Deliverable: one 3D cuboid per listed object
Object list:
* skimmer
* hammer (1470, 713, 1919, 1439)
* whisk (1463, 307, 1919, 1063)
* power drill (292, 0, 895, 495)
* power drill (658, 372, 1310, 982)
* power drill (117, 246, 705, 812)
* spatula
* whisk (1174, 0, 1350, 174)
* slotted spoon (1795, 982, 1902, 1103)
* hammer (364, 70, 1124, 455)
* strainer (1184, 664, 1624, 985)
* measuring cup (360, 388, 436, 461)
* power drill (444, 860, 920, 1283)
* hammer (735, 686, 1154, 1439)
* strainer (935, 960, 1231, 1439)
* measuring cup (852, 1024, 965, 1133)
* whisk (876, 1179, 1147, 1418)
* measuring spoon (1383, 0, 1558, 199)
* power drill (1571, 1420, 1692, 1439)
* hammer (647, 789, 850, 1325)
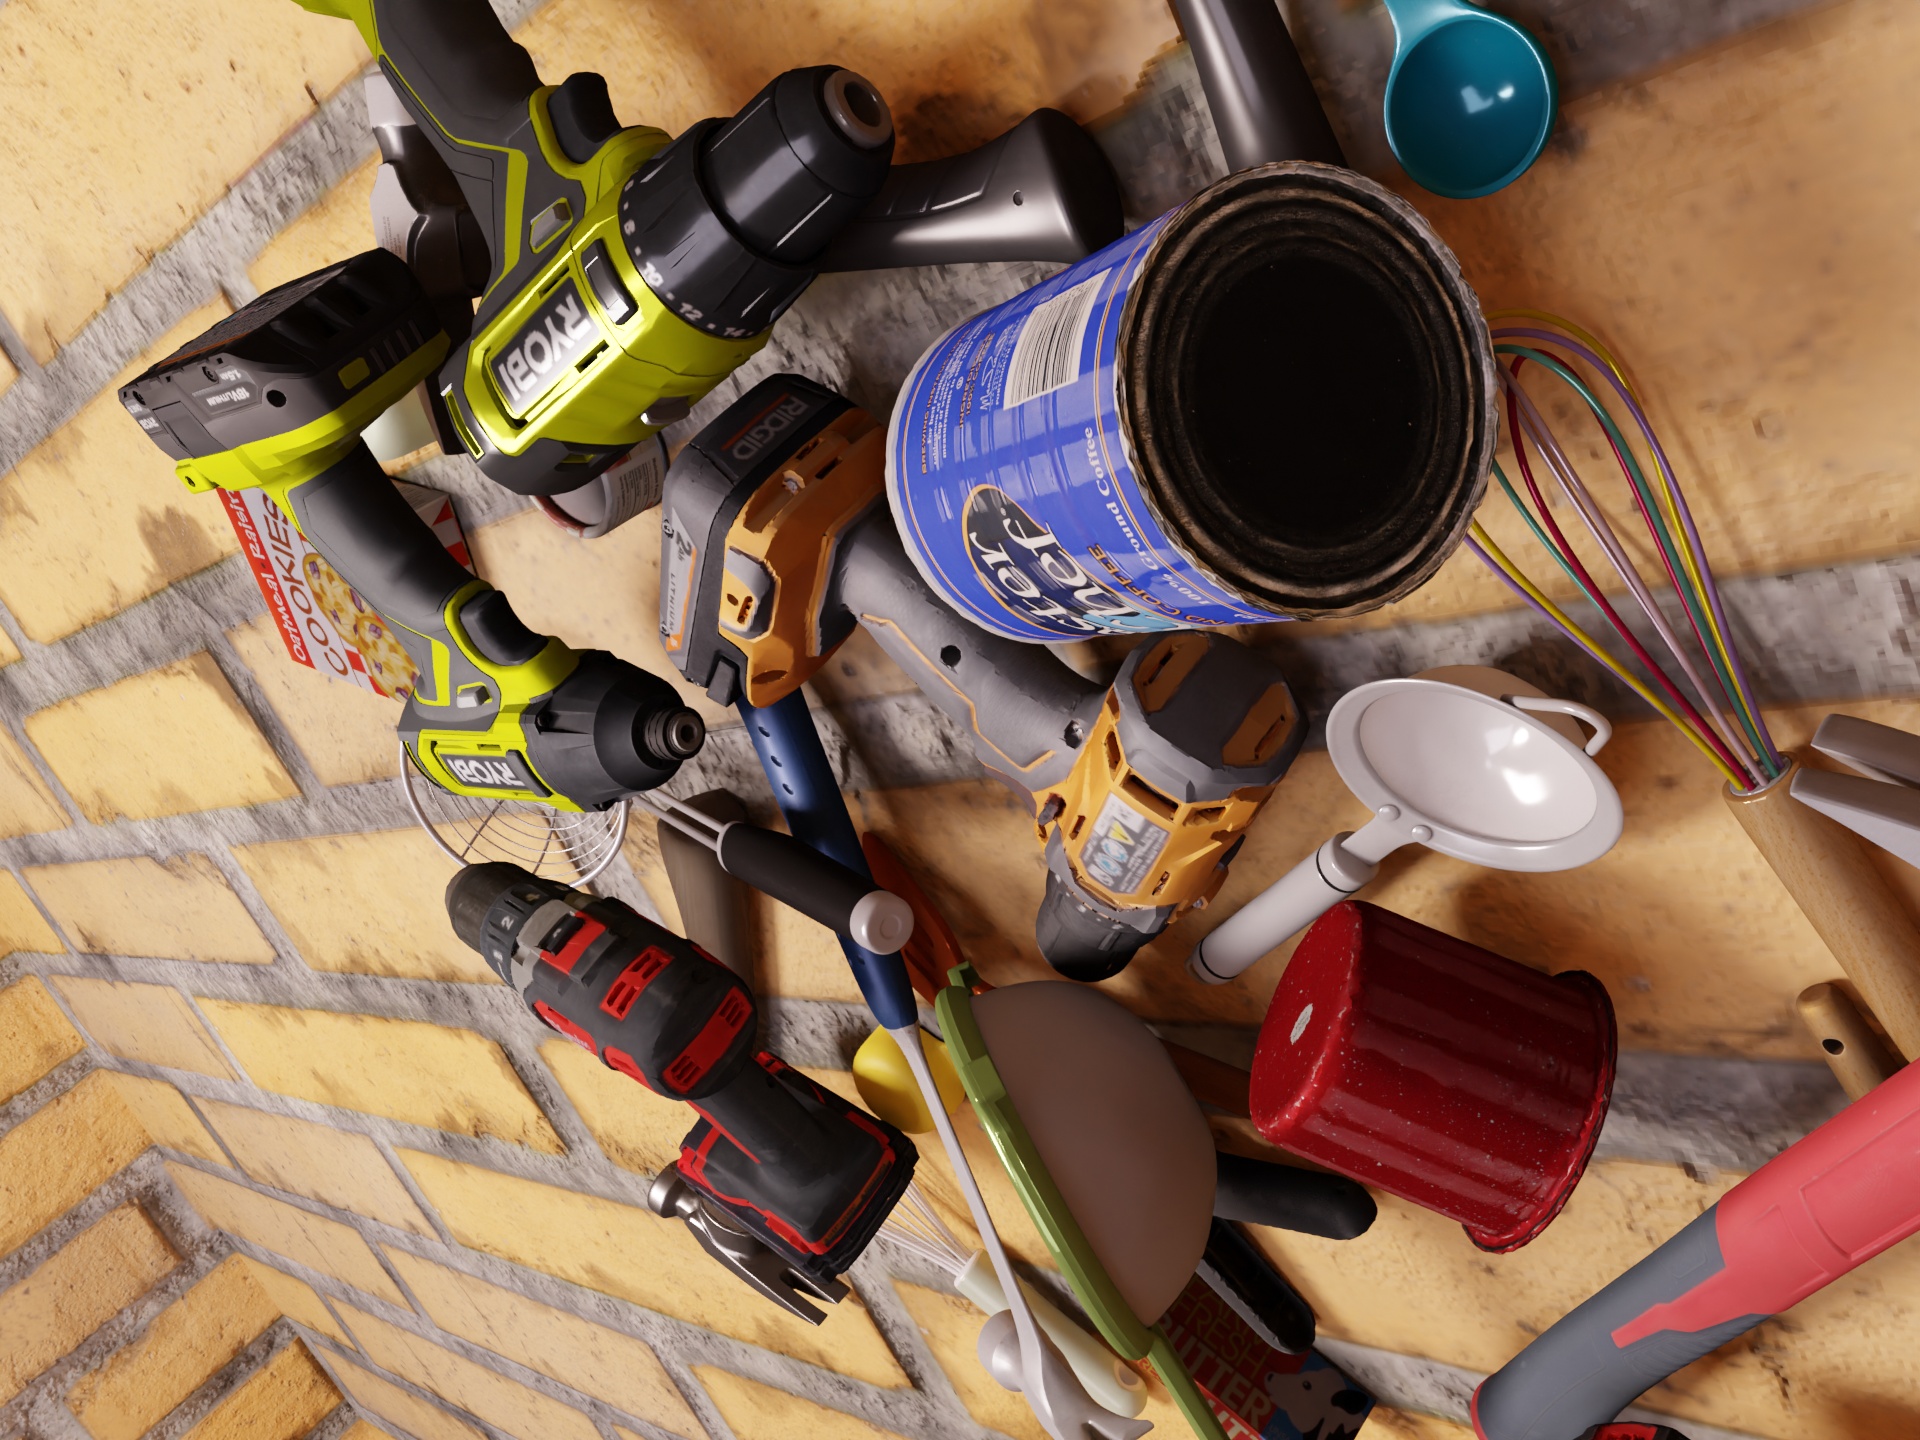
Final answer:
[{"bbox_3d":[-0.152,0.053,0.705,0.363,0.090,0.127,17,123,54],"label":"skimmer"},{"bbox_3d":[0.229,0.153,0.486,0.143,0.038,0.386,35,145,17],"label":"hammer"},{"bbox_3d":[0.201,-0.004,0.415,0.245,0.047,0.051,52,154,-10],"label":"whisk"},{"bbox_3d":[-0.127,-0.206,0.493,0.190,0.080,0.228,-27,90,41],"label":"power drill"},{"bbox_3d":[-0.001,-0.002,0.582,0.226,0.084,0.185,34,147,11],"label":"power drill"},{"bbox_3d":[-0.201,-0.059,0.617,0.171,0.080,0.223,1,131,43],"label":"power drill"},{"bbox_3d":[0.080,0.131,0.659,0.323,0.041,0.081,17,131,29],"label":"spatula"},{"bbox_3d":[0.049,-0.209,0.379,0.073,0.073,0.295,-1,126,45],"label":"whisk"},{"bbox_3d":[0.337,0.205,0.466,0.314,0.031,0.070,54,141,-3],"label":"slotted spoon"},{"bbox_3d":[-0.092,-0.163,0.551,0.335,0.035,0.146,9,109,36],"label":"hammer"},{"bbox_3d":[0.130,0.041,0.519,0.087,0.050,0.258,34,147,0],"label":"strainer"},{"bbox_3d":[-0.248,-0.138,0.737,0.168,0.038,0.083,32,139,25],"label":"measuring cup"},{"bbox_3d":[-0.135,0.155,0.746,0.188,0.080,0.226,19,152,40],"label":"power drill"},{"bbox_3d":[-0.020,0.141,0.697,0.405,0.035,0.144,69,162,-9],"label":"hammer"},{"bbox_3d":[0.082,0.197,0.598,0.256,0.069,0.151,59,180,-5],"label":"strainer"},{"bbox_3d":[0.000,0.168,0.758,0.156,0.029,0.062,-24,103,50],"label":"measuring cup"},{"bbox_3d":[-0.003,0.289,0.852,0.246,0.058,0.059,37,110,10],"label":"whisk"},{"bbox_3d":[0.107,-0.187,0.376,0.042,0.021,0.128,-19,98,50],"label":"measuring spoon"},{"bbox_3d":[0.299,0.286,0.471,0.219,0.078,0.143,-19,102,43],"label":"power drill"},{"bbox_3d":[-0.125,0.201,0.905,0.146,0.038,0.410,28,137,23],"label":"hammer"}]
